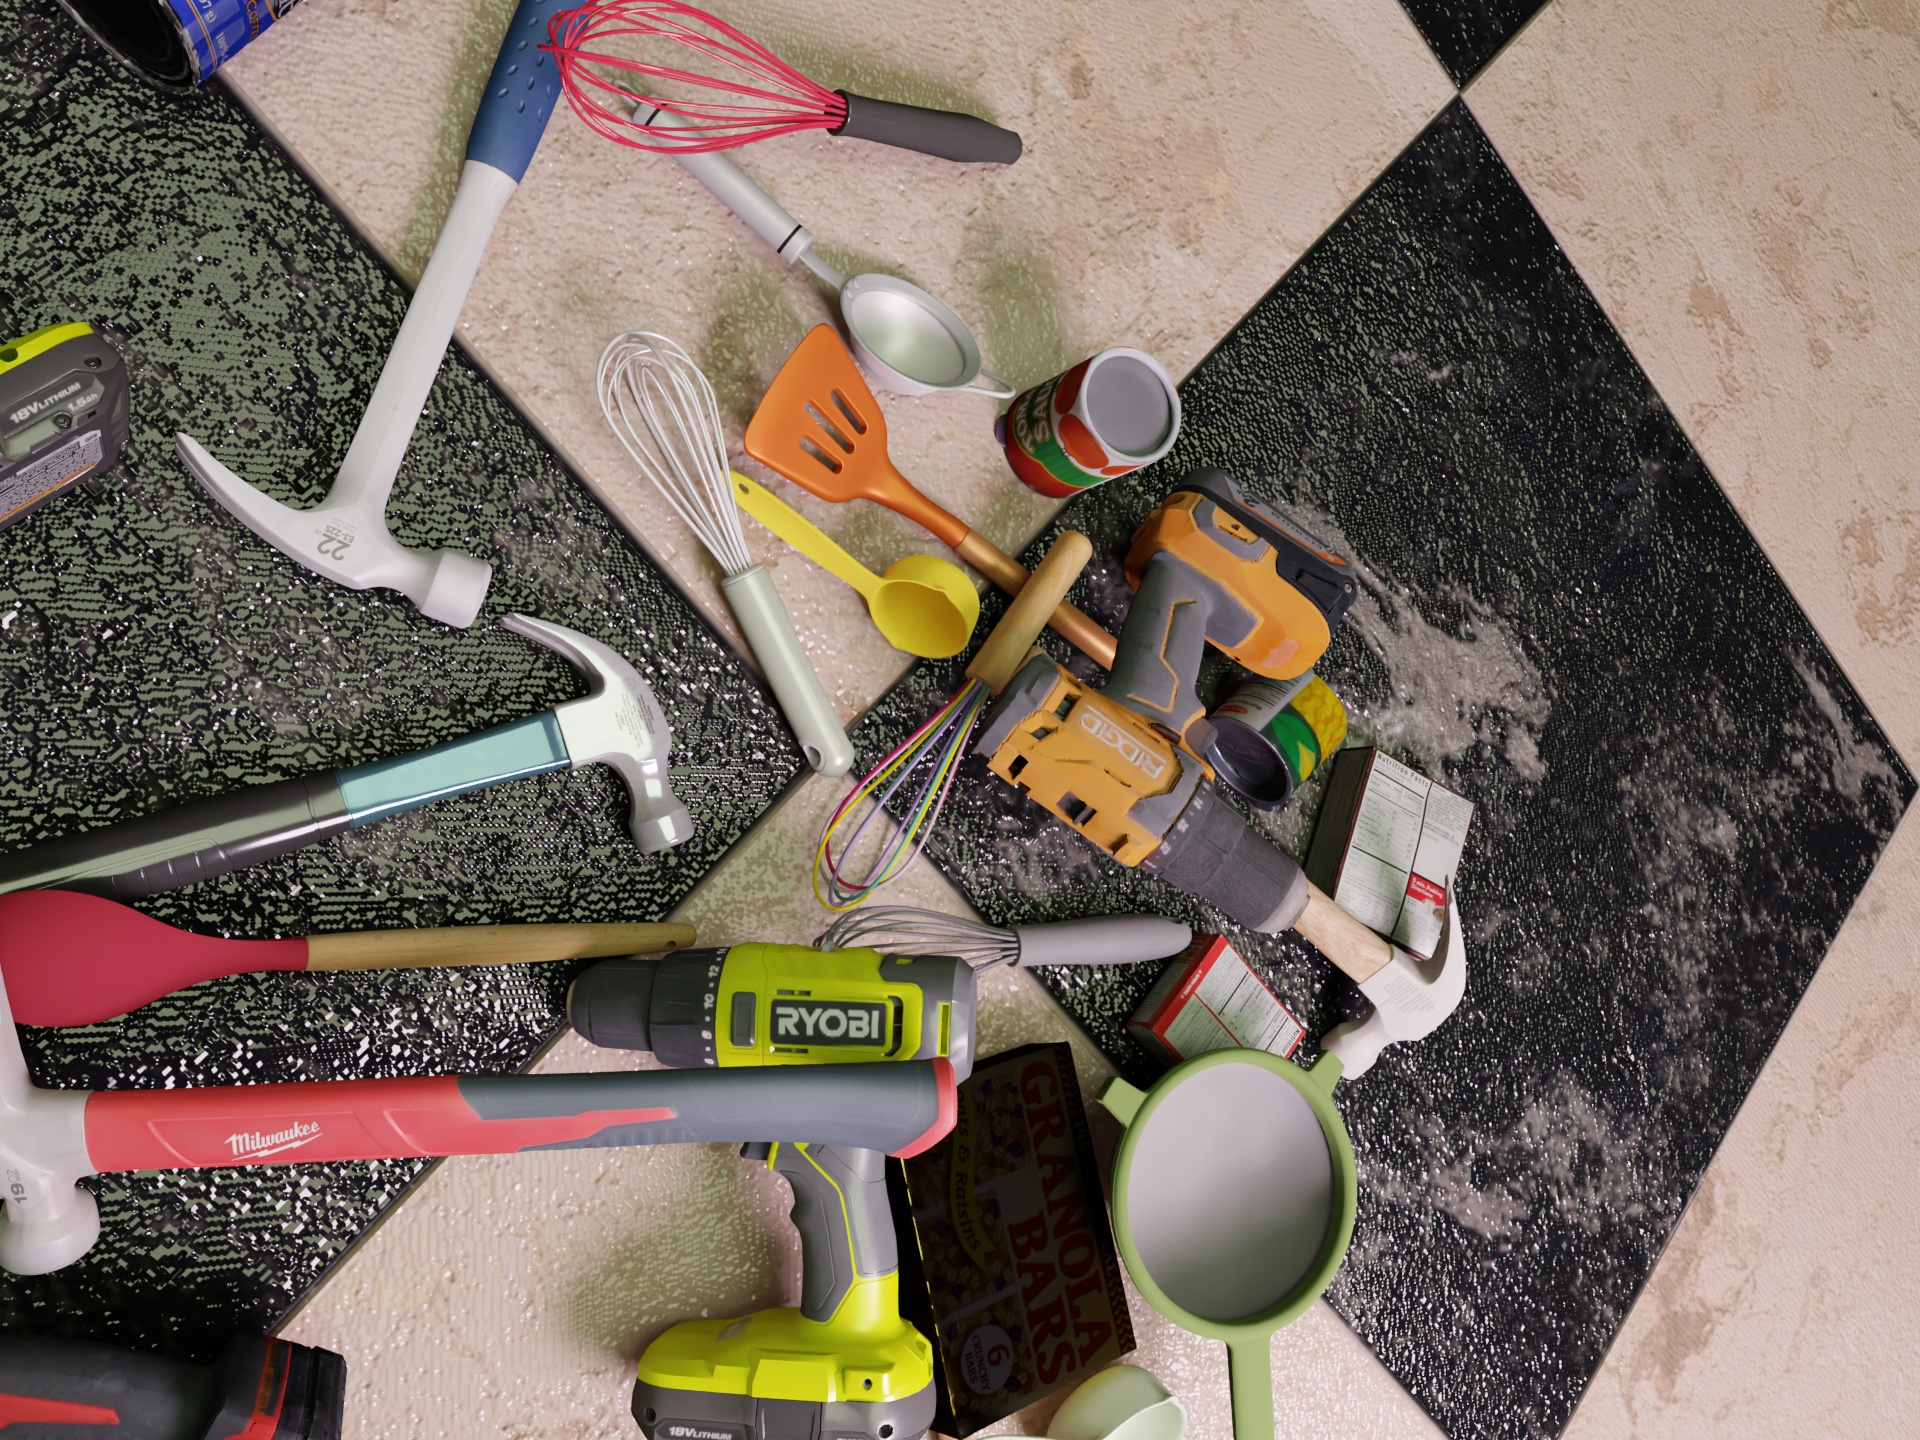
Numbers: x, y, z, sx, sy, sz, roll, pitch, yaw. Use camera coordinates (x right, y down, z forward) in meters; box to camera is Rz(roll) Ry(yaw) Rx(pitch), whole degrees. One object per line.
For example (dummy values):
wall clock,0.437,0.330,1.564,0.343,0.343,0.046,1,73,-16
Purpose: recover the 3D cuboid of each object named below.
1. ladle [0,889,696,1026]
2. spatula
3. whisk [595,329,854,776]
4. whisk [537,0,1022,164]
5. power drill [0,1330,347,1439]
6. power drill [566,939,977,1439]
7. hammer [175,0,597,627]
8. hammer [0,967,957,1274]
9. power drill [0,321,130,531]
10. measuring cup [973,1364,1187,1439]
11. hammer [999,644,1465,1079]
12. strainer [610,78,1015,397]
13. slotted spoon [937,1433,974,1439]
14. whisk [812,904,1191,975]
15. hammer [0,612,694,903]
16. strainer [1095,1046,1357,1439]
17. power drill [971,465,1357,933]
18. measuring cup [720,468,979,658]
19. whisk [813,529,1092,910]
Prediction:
ladle,-0.262,0.102,0.700,0.315,0.031,0.069,2,123,-35
spatula,0.022,-0.087,0.874,0.322,0.041,0.081,35,78,-21
whisk,-0.113,-0.081,0.802,0.059,0.058,0.246,-34,105,-34
whisk,-0.079,-0.316,0.819,0.295,0.073,0.073,-6,88,-41
power drill,-0.373,0.292,0.600,0.226,0.080,0.188,29,92,-22
power drill,-0.091,0.217,0.741,0.190,0.080,0.228,1,87,5
hammer,-0.234,-0.256,0.761,0.144,0.035,0.406,23,75,-24
hammer,-0.193,0.147,0.646,0.386,0.038,0.143,0,114,-10
power drill,-0.444,-0.181,0.624,0.171,0.080,0.223,-41,100,-25
measuring cup,0.050,0.364,0.814,0.167,0.038,0.083,26,99,-42
hammer,0.156,0.070,0.906,0.331,0.130,0.031,40,25,-11
strainer,-0.081,-0.245,0.838,0.258,0.050,0.087,40,40,-12
slotted spoon,-0.005,0.368,0.822,0.070,0.031,0.314,-11,88,-31
whisk,0.030,0.121,0.855,0.238,0.055,0.055,1,85,-31
hammer,-0.288,0.041,0.704,0.331,0.033,0.128,-18,94,-28
strainer,0.139,0.304,0.860,0.151,0.069,0.256,-2,85,-23
power drill,0.133,-0.010,0.841,0.185,0.084,0.226,36,55,1
measuring cup,-0.057,-0.090,0.835,0.156,0.062,0.029,36,52,-8
whisk,-0.002,-0.004,0.837,0.047,0.051,0.245,39,75,-16
